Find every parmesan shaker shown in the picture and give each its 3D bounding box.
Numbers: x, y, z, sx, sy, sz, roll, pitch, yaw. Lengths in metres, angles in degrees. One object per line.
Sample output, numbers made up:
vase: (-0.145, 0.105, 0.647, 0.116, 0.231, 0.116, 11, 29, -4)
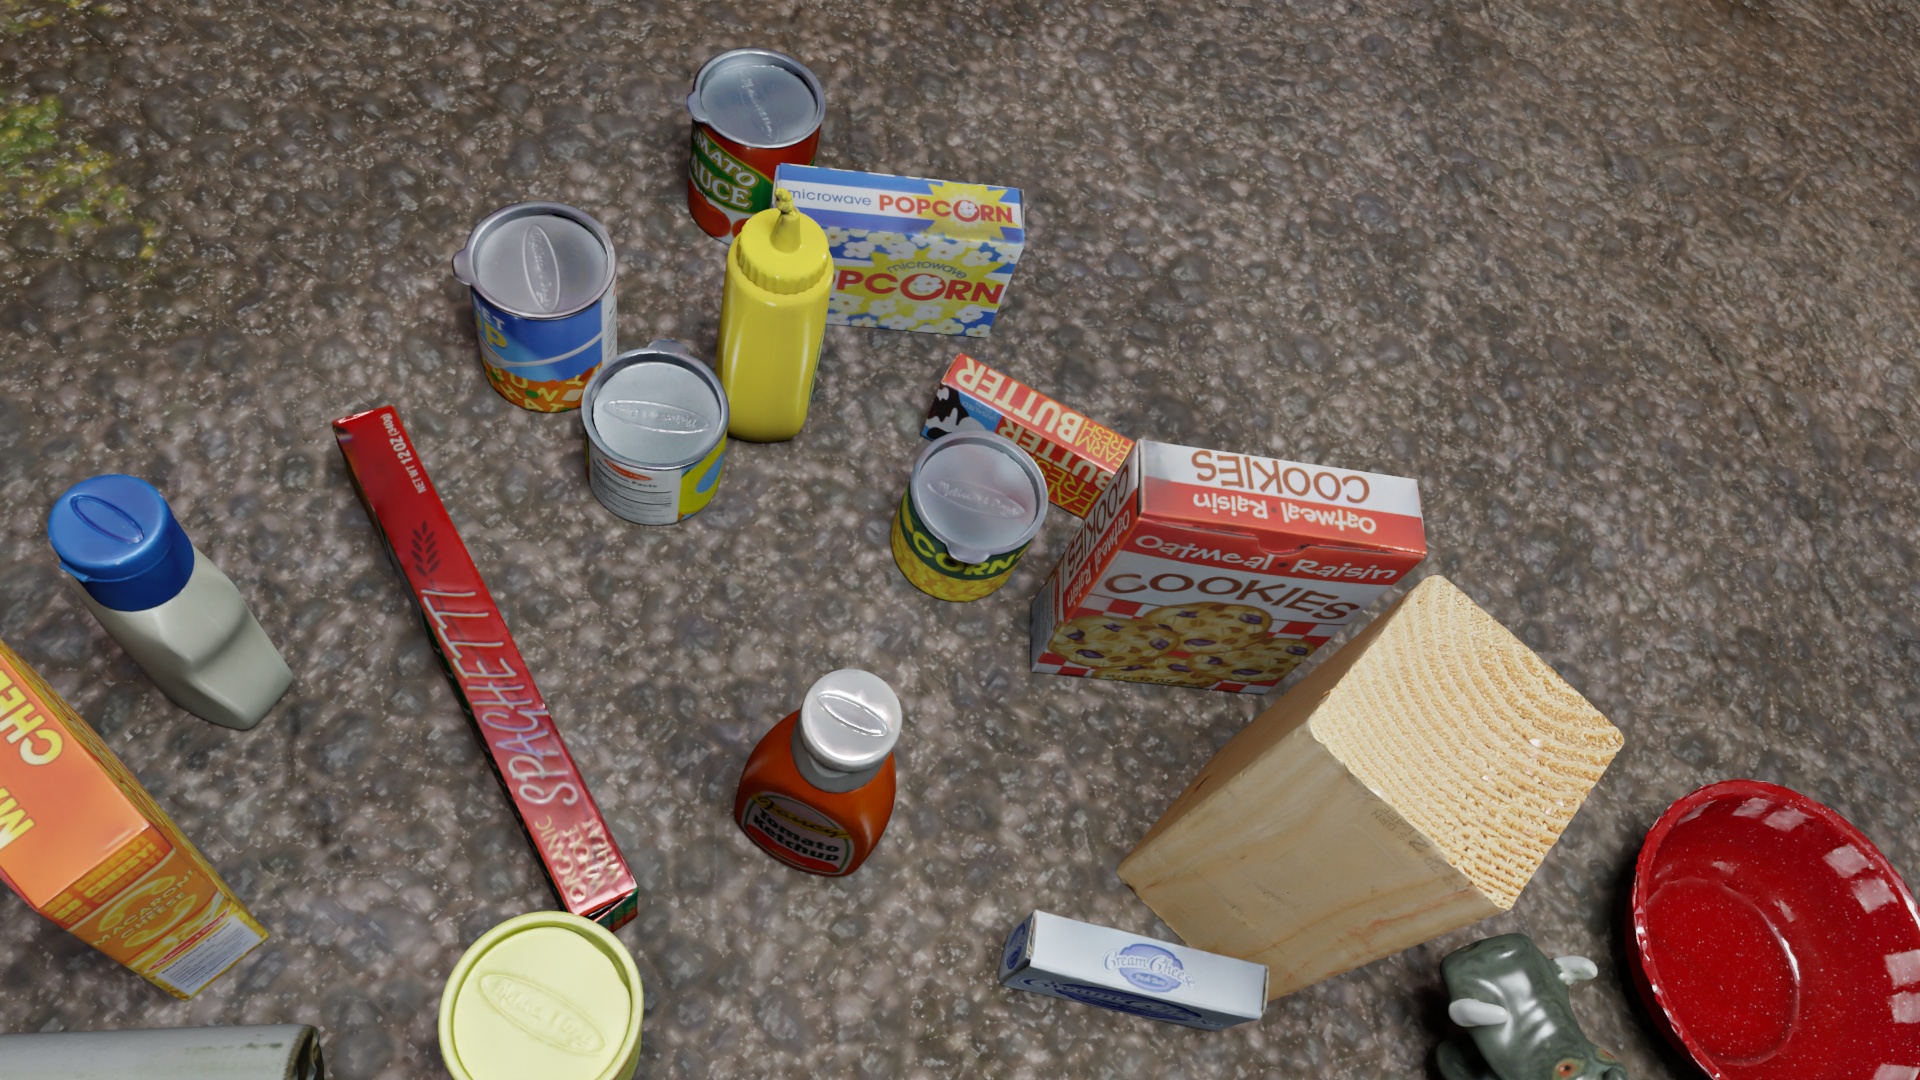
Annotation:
parmesan shaker: (-0.153, 0.182, 0.510, 0.071, 0.102, 0.071, 6, 63, -11)

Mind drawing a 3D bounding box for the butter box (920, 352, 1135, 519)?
butter box: (0.034, -0.051, 0.705, 0.103, 0.053, 0.024, 27, 61, 1)

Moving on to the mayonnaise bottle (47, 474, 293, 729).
mayonnaise bottle: (-0.301, 0.025, 0.529, 0.065, 0.147, 0.041, 31, 61, 3)

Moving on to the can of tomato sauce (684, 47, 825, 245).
can of tomato sauce: (-0.111, -0.204, 0.730, 0.071, 0.082, 0.071, 6, 63, -11)

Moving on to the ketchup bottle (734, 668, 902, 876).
ketchup bottle: (-0.054, 0.093, 0.554, 0.065, 0.148, 0.044, 26, 61, 0)

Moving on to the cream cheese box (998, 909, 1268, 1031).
cream cheese box: (0.072, 0.185, 0.592, 0.104, 0.053, 0.024, 15, 61, -6)

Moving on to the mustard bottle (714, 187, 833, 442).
mustard bottle: (-0.086, -0.106, 0.642, 0.049, 0.159, 0.065, 3, 63, -12)

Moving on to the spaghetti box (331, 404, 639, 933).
spaghetti box: (-0.204, 0.055, 0.594, 0.029, 0.050, 0.250, -25, 72, -24)

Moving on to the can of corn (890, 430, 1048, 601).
can of corn: (0.002, -0.008, 0.672, 0.071, 0.058, 0.071, 6, 62, -11)

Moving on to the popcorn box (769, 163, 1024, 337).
popcorn box: (-0.038, -0.148, 0.719, 0.127, 0.084, 0.038, 3, 63, -12)

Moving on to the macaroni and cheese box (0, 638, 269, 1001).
macaroni and cheese box: (-0.312, 0.091, 0.482, 0.124, 0.165, 0.040, 43, 62, 10)

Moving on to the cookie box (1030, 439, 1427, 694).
cookie box: (0.111, 0.020, 0.622, 0.123, 0.166, 0.040, 7, 62, -10)

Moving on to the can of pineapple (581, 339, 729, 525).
can of pineapple: (-0.143, -0.050, 0.658, 0.071, 0.057, 0.071, 6, 62, -11)

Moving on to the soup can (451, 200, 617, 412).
soup can: (-0.200, -0.109, 0.659, 0.071, 0.083, 0.071, 6, 63, -11)
